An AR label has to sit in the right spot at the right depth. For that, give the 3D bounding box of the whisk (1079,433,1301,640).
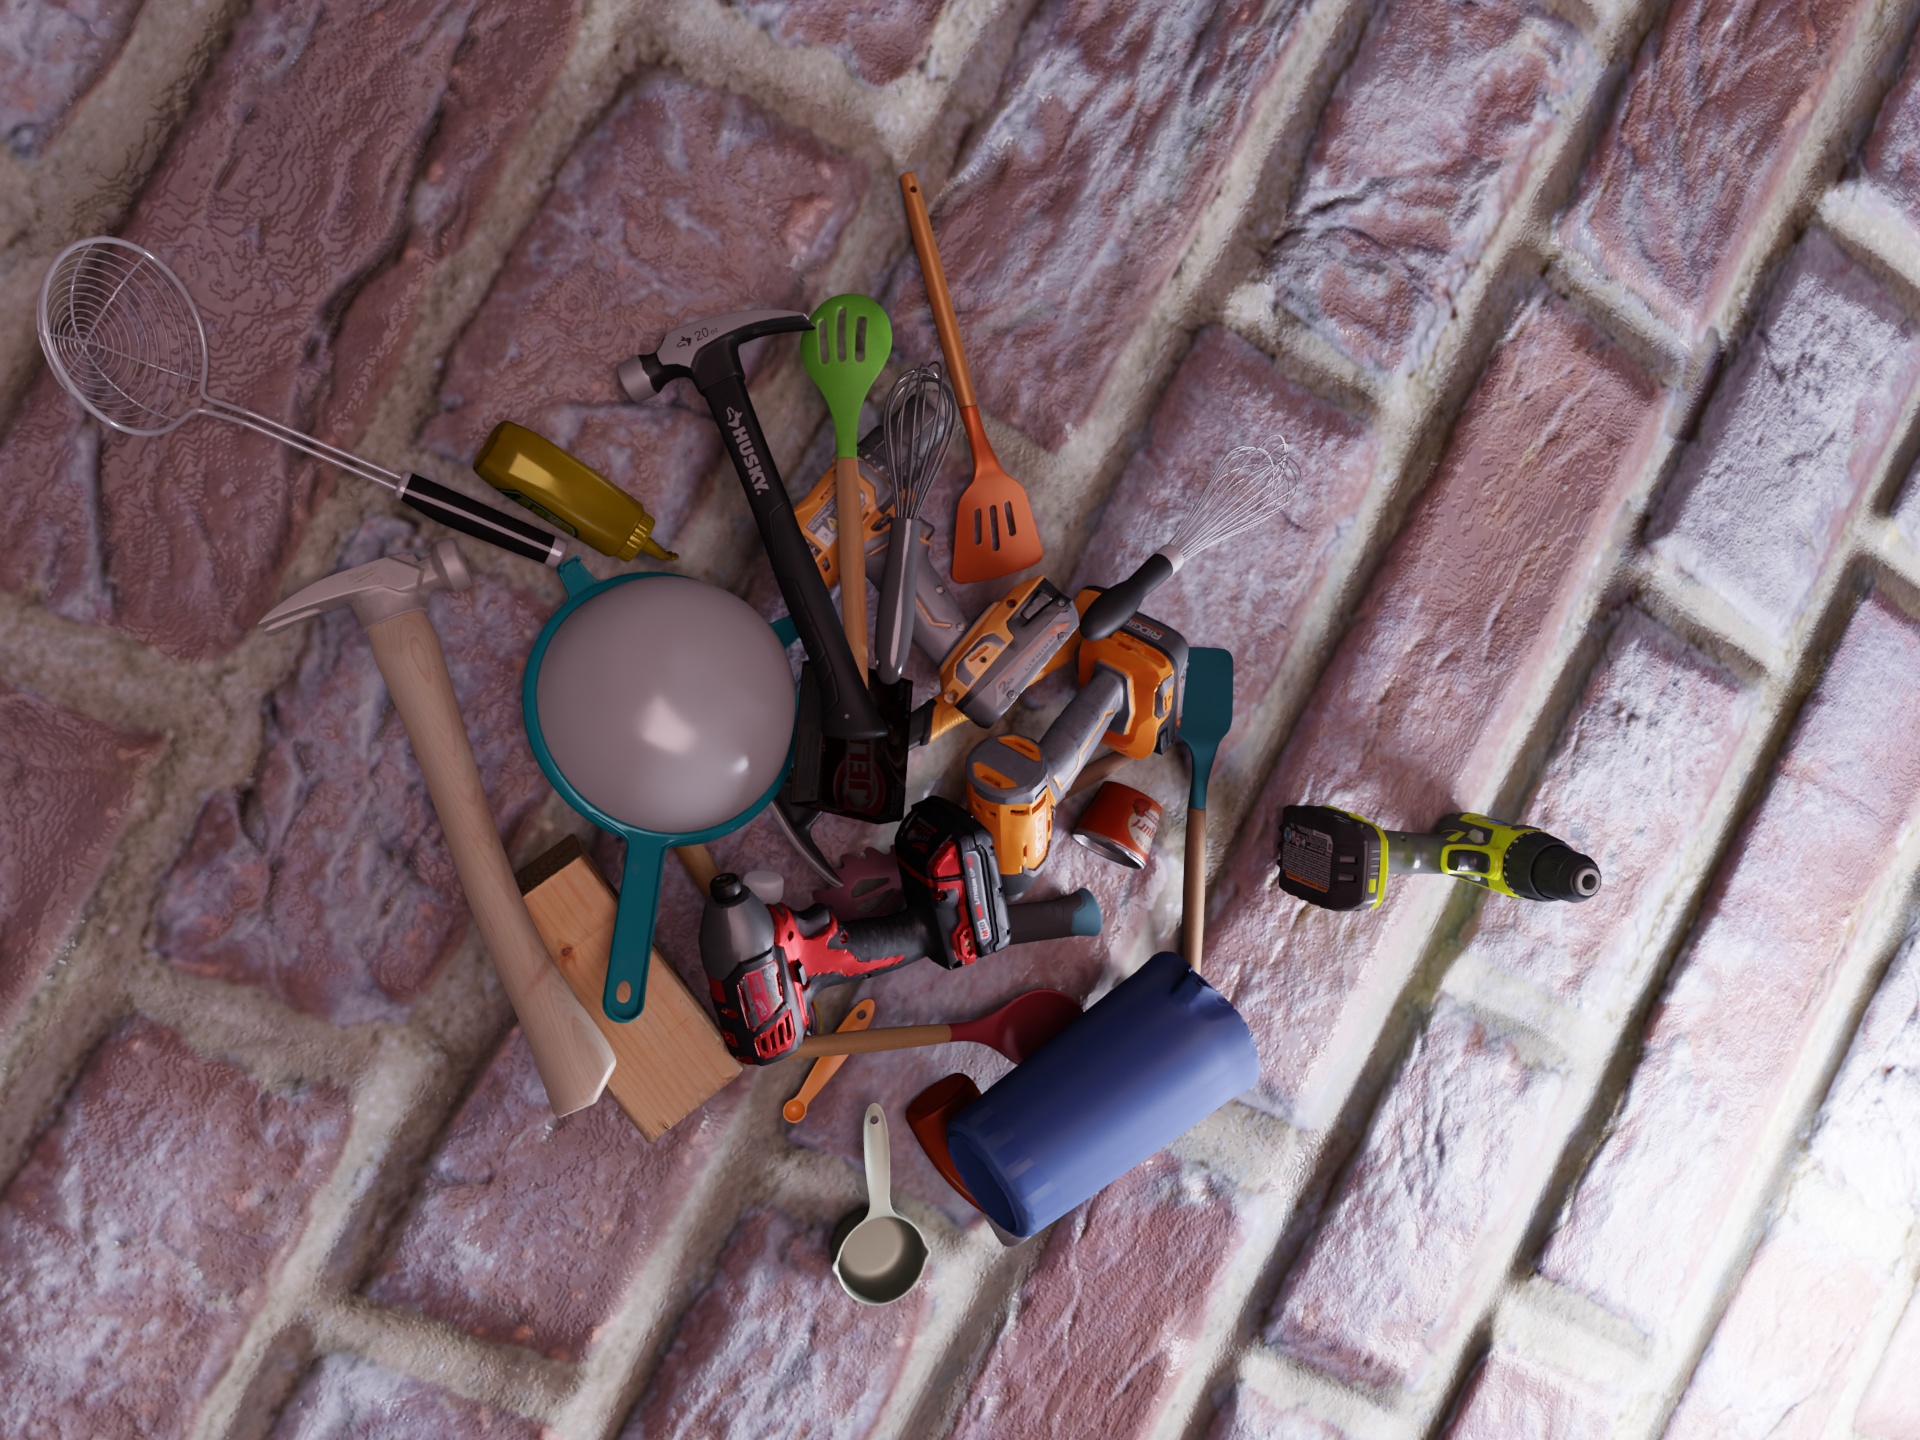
[{"bbox_3d":[0.186,-0.145,1.284,0.284,0.070,0.070,-42,107,-30],"label":"whisk"}]

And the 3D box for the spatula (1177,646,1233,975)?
[{"bbox_3d":[0.199,0.097,1.369,0.082,0.044,0.317,-3,101,-19],"label":"spatula"}]

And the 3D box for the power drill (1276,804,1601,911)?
[{"bbox_3d":[0.406,0.119,1.355,0.228,0.191,0.080,2,95,-15],"label":"power drill"}]

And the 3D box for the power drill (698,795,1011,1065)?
[{"bbox_3d":[-0.081,0.143,1.141,0.219,0.079,0.143,-22,117,-23],"label":"power drill"}]

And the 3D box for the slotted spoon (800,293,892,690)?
[{"bbox_3d":[-0.081,-0.168,1.175,0.070,0.031,0.314,-3,85,8],"label":"slotted spoon"}]

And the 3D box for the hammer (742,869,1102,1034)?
[{"bbox_3d":[-0.024,0.168,1.252,0.331,0.033,0.128,-3,108,-33],"label":"hammer"}]

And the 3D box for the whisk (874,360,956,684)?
[{"bbox_3d":[-0.038,-0.145,1.163,0.055,0.055,0.239,7,90,-19],"label":"whisk"}]

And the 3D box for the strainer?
[{"bbox_3d":[-0.205,0.039,1.124,0.211,0.095,0.341,14,67,-23],"label":"strainer"}]

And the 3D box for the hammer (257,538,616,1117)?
[{"bbox_3d":[-0.348,0.080,1.100,0.146,0.038,0.411,-22,81,-13],"label":"hammer"}]

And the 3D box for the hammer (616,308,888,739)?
[{"bbox_3d":[-0.125,-0.139,1.151,0.146,0.035,0.335,-23,83,8],"label":"hammer"}]

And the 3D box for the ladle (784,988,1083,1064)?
[{"bbox_3d":[-0.032,0.252,1.265,0.315,0.031,0.069,3,97,-34],"label":"ladle"}]

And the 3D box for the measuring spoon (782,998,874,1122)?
[{"bbox_3d":[-0.107,0.274,1.290,0.021,0.011,0.117,39,79,-18],"label":"measuring spoon"}]

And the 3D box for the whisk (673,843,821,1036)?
[{"bbox_3d":[-0.178,0.158,1.236,0.047,0.051,0.245,-31,101,-8],"label":"whisk"}]

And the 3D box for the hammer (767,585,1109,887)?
[{"bbox_3d":[-0.002,-0.004,1.274,0.337,0.034,0.127,-33,88,-15],"label":"hammer"}]

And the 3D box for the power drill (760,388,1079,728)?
[{"bbox_3d":[-0.013,-0.126,1.222,0.226,0.084,0.185,41,87,-1],"label":"power drill"}]

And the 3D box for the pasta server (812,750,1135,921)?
[{"bbox_3d":[0.026,0.084,1.308,0.316,0.040,0.060,-27,103,-19],"label":"pasta server"}]

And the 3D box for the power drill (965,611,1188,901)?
[{"bbox_3d":[0.086,0.034,1.245,0.226,0.084,0.164,-45,150,-32],"label":"power drill"}]

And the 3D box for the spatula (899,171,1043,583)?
[{"bbox_3d":[-0.004,-0.272,1.265,0.081,0.041,0.322,-16,96,-15],"label":"spatula"}]

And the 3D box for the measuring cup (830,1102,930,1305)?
[{"bbox_3d":[-0.071,0.390,1.297,0.083,0.038,0.167,-4,94,-18],"label":"measuring cup"}]

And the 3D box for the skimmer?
[{"bbox_3d":[-0.435,-0.201,1.089,0.363,0.090,0.127,24,56,-21],"label":"skimmer"}]
